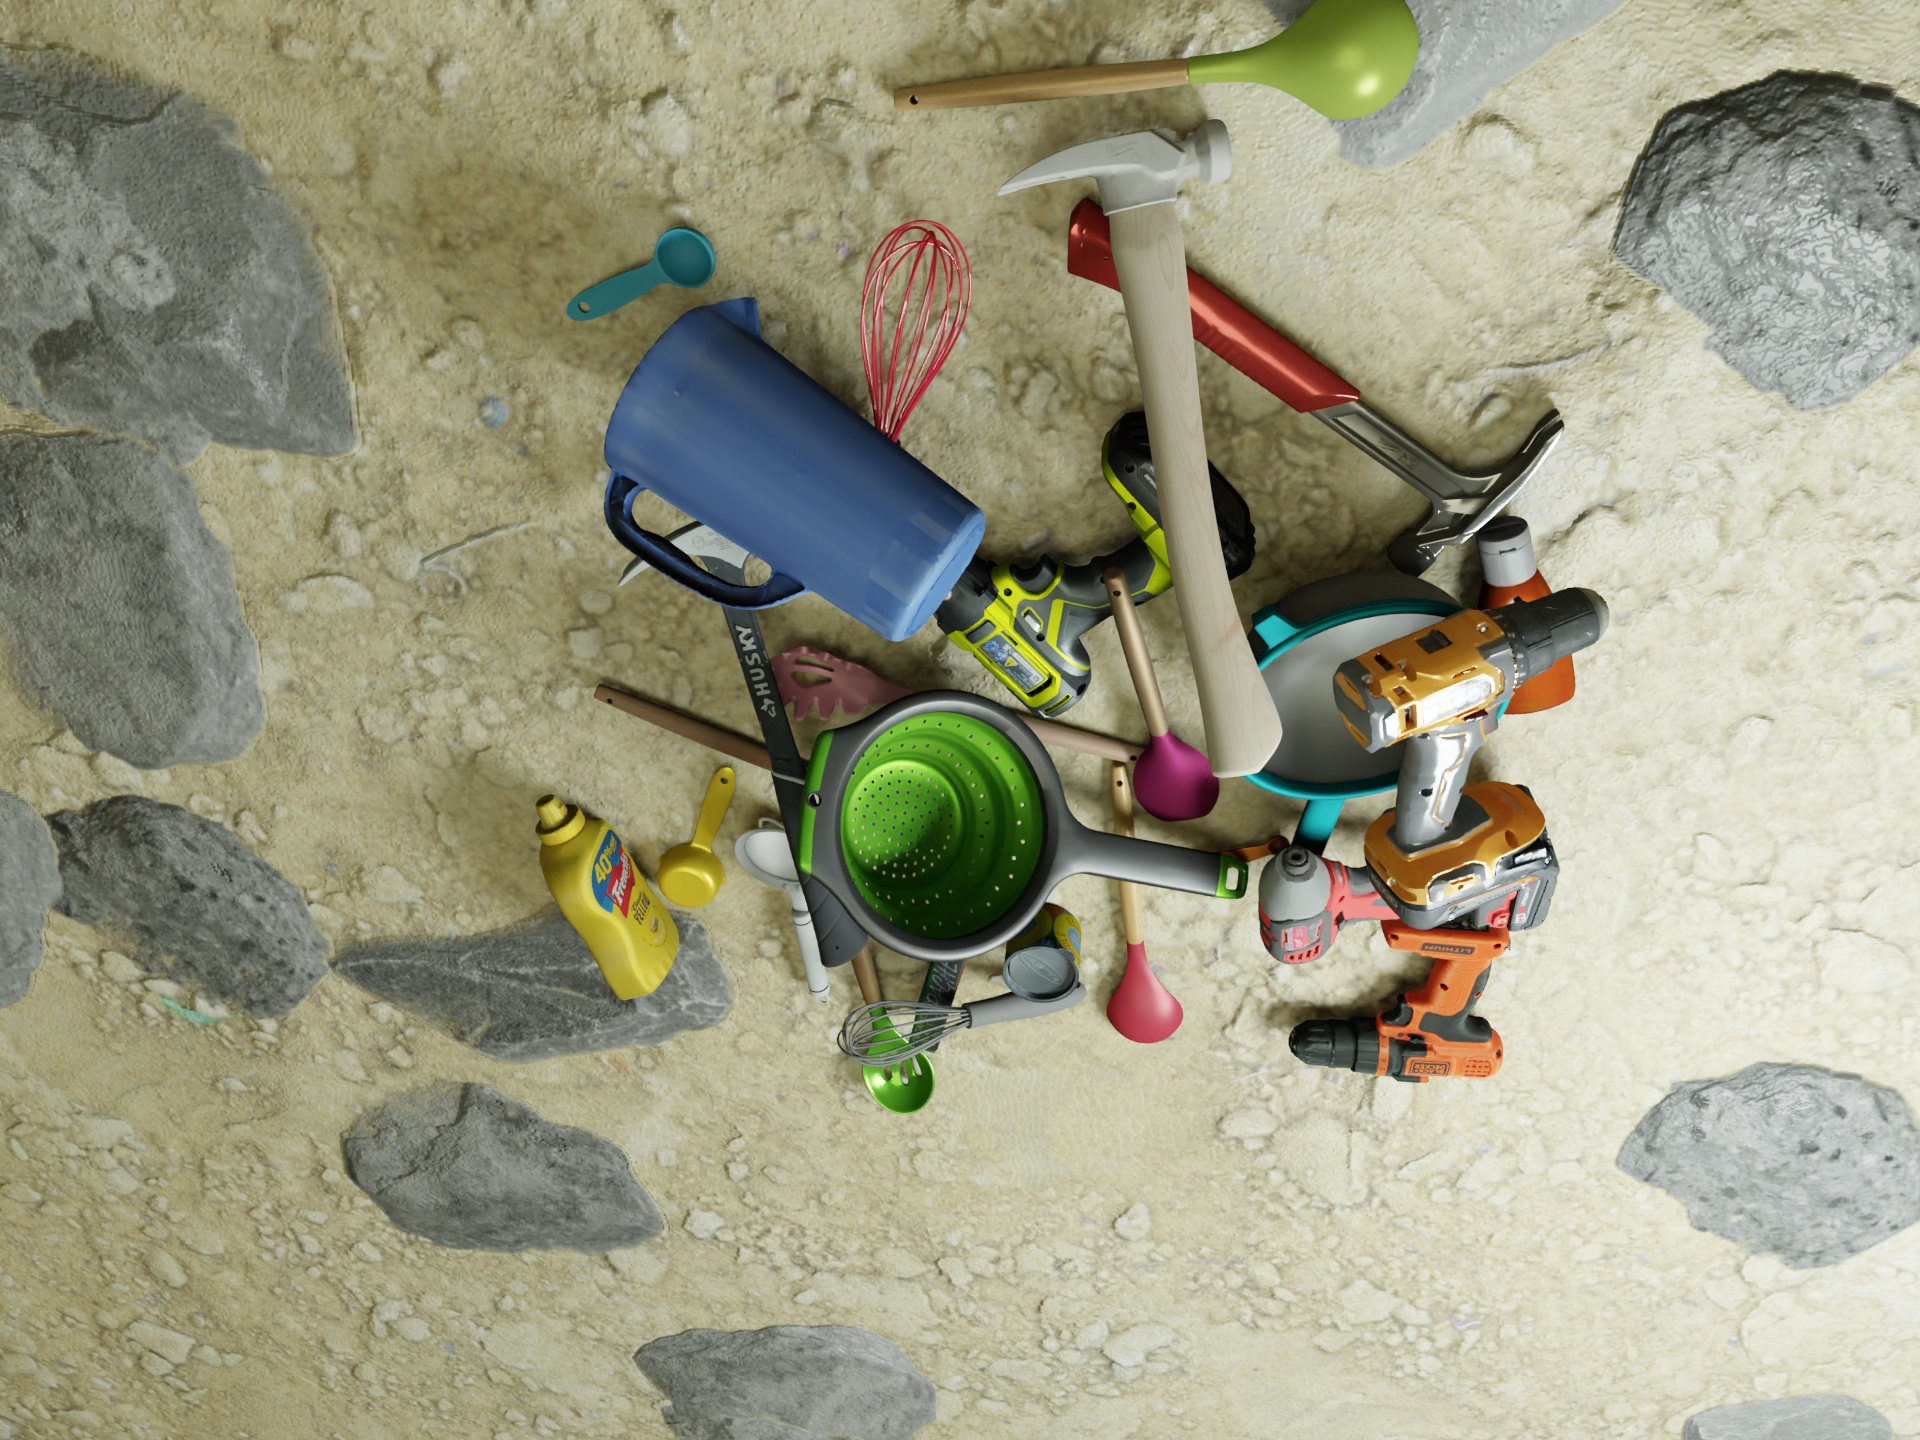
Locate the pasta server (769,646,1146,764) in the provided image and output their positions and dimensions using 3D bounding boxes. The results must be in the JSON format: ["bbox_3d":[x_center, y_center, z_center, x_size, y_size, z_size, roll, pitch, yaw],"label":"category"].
[{"bbox_3d":[-0.002,-0.004,1.261,0.316,0.040,0.060,14,118,-4],"label":"pasta server"}]

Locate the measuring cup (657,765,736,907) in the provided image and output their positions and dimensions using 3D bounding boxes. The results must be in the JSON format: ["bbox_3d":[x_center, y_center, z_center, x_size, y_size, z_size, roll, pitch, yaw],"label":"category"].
[{"bbox_3d":[-0.221,0.103,1.367,0.062,0.029,0.156,20,126,-6],"label":"measuring cup"}]

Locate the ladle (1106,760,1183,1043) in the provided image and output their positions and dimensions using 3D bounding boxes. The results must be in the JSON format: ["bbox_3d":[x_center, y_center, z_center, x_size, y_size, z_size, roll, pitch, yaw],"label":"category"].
[{"bbox_3d":[0.149,0.167,1.367,0.069,0.031,0.315,-4,122,9],"label":"ladle"}]

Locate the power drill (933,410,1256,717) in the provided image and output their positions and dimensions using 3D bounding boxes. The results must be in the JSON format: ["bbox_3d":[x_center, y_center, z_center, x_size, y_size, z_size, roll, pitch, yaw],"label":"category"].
[{"bbox_3d":[0.084,-0.115,1.152,0.223,0.080,0.171,-34,115,30],"label":"power drill"}]

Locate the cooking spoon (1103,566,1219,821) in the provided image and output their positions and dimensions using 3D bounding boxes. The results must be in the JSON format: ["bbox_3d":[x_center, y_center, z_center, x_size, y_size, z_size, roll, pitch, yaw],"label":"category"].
[{"bbox_3d":[0.144,-0.008,1.193,0.069,0.017,0.318,-9,142,13],"label":"cooking spoon"}]

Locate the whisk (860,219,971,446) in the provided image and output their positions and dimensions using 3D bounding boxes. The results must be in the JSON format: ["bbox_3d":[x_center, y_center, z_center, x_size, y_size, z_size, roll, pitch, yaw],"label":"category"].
[{"bbox_3d":[-0.049,-0.212,1.116,0.073,0.073,0.295,14,131,-2],"label":"whisk"}]

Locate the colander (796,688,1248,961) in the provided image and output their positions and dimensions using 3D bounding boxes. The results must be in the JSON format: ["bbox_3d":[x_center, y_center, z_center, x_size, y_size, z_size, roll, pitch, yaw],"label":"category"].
[{"bbox_3d":[0.045,0.096,1.264,0.396,0.204,0.094,12,172,-24],"label":"colander"}]

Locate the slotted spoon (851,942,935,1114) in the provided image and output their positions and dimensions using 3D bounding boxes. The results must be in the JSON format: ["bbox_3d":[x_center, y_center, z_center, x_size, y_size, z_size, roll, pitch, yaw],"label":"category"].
[{"bbox_3d":[-0.082,0.235,1.444,0.070,0.031,0.313,-7,121,12],"label":"slotted spoon"}]

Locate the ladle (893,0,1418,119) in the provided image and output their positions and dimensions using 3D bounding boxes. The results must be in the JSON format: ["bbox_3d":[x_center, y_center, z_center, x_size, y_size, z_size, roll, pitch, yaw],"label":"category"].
[{"bbox_3d":[0.116,-0.399,0.979,0.320,0.062,0.078,0,119,16],"label":"ladle"}]

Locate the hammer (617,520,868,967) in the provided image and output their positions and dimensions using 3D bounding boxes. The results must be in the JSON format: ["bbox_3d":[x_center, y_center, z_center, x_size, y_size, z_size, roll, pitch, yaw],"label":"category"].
[{"bbox_3d":[-0.144,0.028,1.245,0.149,0.036,0.408,-10,118,6],"label":"hammer"}]

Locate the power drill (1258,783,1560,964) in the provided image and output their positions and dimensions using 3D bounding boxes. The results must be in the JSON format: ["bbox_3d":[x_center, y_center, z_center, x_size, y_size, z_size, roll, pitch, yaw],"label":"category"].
[{"bbox_3d":[0.341,0.123,1.238,0.219,0.079,0.143,-12,145,5],"label":"power drill"}]

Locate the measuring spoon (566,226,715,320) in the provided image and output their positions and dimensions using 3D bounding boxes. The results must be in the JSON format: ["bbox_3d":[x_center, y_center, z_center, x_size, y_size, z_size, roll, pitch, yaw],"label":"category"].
[{"bbox_3d":[-0.221,-0.307,1.099,0.128,0.021,0.042,-15,122,28],"label":"measuring spoon"}]

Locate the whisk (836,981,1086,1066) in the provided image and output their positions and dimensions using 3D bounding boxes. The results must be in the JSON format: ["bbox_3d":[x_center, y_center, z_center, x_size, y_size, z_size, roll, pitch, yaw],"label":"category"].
[{"bbox_3d":[0.005,0.256,1.381,0.239,0.055,0.055,-7,130,-26],"label":"whisk"}]

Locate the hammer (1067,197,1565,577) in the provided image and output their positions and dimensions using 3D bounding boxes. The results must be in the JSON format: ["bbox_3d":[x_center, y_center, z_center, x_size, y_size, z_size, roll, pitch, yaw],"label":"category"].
[{"bbox_3d":[0.226,-0.241,1.069,0.359,0.037,0.149,32,122,-14],"label":"hammer"}]

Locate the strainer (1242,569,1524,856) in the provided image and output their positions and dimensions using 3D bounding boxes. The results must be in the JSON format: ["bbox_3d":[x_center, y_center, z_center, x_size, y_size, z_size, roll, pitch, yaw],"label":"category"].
[{"bbox_3d":[0.280,0.000,1.202,0.211,0.095,0.340,-2,141,-6],"label":"strainer"}]

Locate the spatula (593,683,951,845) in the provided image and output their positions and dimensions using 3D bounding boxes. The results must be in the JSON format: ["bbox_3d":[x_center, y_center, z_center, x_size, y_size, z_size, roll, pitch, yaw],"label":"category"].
[{"bbox_3d":[-0.152,0.033,1.318,0.316,0.018,0.059,22,123,-9],"label":"spatula"}]

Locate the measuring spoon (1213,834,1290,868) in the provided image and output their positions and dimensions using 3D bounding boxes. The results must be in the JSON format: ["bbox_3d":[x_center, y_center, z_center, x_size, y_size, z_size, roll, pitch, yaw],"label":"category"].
[{"bbox_3d":[0.220,0.114,1.332,0.117,0.011,0.021,-16,122,22],"label":"measuring spoon"}]

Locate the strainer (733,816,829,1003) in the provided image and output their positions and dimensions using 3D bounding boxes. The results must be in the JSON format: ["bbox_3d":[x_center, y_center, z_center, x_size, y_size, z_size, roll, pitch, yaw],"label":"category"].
[{"bbox_3d":[-0.141,0.163,1.394,0.087,0.050,0.258,4,131,13],"label":"strainer"}]

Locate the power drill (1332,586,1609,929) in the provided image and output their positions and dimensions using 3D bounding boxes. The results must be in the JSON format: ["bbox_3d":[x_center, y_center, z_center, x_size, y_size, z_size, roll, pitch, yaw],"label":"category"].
[{"bbox_3d":[0.355,0.019,1.087,0.185,0.084,0.226,-22,128,-6],"label":"power drill"}]

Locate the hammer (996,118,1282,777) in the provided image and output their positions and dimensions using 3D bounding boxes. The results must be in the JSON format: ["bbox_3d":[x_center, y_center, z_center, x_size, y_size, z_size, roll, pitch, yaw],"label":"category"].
[{"bbox_3d":[0.132,-0.163,1.019,0.146,0.038,0.410,-12,98,-2],"label":"hammer"}]
